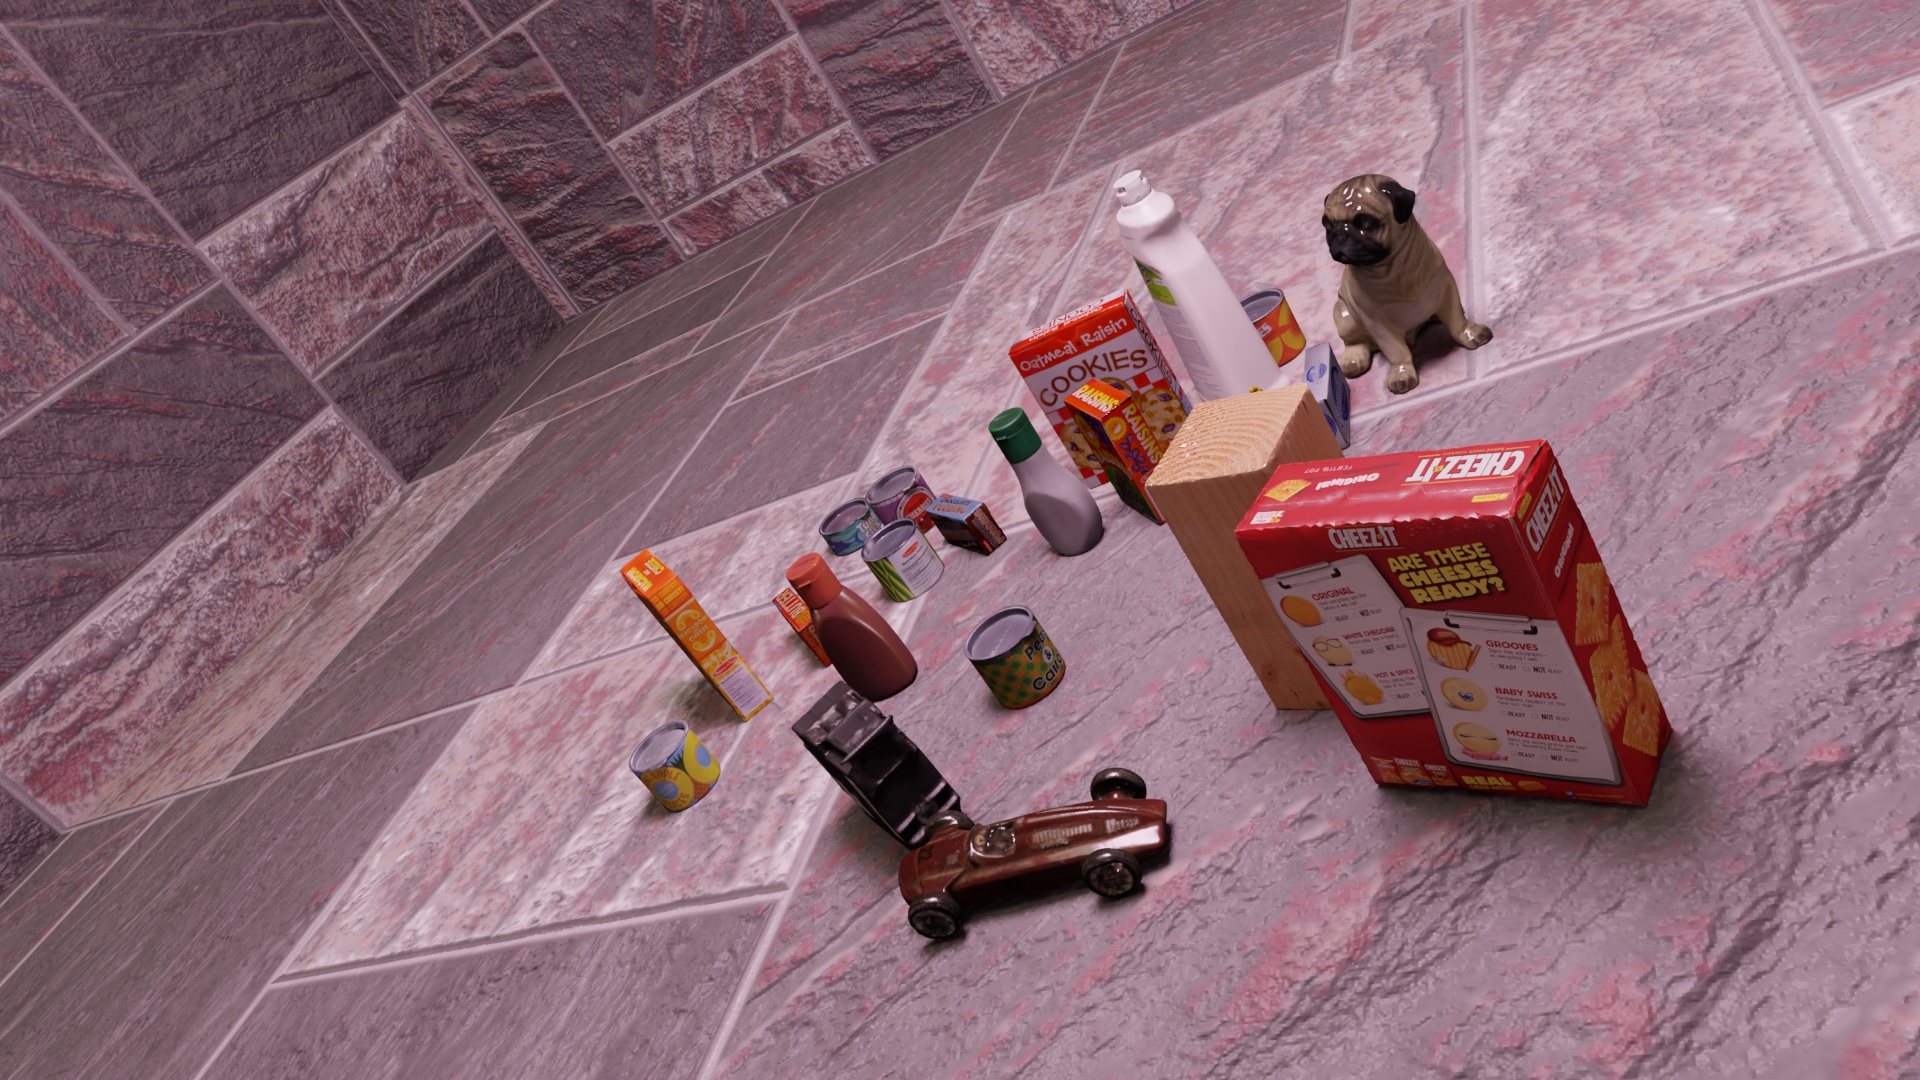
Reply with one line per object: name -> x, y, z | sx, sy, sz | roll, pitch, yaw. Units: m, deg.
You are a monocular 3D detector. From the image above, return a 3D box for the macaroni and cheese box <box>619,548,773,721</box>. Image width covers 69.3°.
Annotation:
macaroni and cheese box -> -0.266, 0.094, 1.392 | 0.040, 0.166, 0.124 | -40, 26, -13

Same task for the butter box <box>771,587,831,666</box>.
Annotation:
butter box -> -0.156, 0.087, 1.408 | 0.024, 0.053, 0.103 | -38, 26, -9

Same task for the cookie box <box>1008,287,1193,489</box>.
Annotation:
cookie box -> 0.141, -0.143, 1.332 | 0.122, 0.167, 0.040 | -22, 27, 23

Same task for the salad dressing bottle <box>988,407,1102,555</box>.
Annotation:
salad dressing bottle -> 0.077, -0.054, 1.273 | 0.064, 0.147, 0.044 | -9, 34, 42

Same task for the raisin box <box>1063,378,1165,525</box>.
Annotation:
raisin box -> 0.152, -0.082, 1.262 | 0.040, 0.123, 0.086 | -36, 25, -5

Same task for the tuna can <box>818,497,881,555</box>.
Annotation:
tuna can -> -0.123, -0.016, 1.575 | 0.071, 0.032, 0.071 | -27, 26, 14

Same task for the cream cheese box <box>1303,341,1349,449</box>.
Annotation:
cream cheese box -> 0.322, -0.126, 1.222 | 0.024, 0.053, 0.104 | -20, 29, 28

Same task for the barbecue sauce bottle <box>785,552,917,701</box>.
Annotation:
barbecue sauce bottle -> -0.102, 0.077, 1.250 | 0.065, 0.148, 0.044 | -25, 27, 19

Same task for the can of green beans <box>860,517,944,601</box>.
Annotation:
can of green beans -> -0.058, 0.020, 1.406 | 0.071, 0.057, 0.071 | -27, 26, 14

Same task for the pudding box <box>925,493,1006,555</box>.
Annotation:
pudding box -> 0.005, -0.018, 1.407 | 0.030, 0.049, 0.084 | -42, 26, -18

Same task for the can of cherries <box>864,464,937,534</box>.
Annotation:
can of cherries -> -0.060, -0.039, 1.512 | 0.071, 0.058, 0.072 | -27, 26, 14

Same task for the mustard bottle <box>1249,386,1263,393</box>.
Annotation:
mustard bottle -> 0.258, -0.056, 1.048 | 0.065, 0.159, 0.049 | -14, 32, 37

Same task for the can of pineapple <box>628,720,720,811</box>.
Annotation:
can of pineapple -> -0.270, 0.214, 1.311 | 0.071, 0.057, 0.071 | -27, 26, 14

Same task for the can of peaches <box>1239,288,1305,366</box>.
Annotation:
can of peaches -> 0.302, -0.207, 1.384 | 0.071, 0.058, 0.071 | -27, 26, 14

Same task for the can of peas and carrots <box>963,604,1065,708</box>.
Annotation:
can of peas and carrots -> 0.047, 0.096, 1.147 | 0.071, 0.058, 0.071 | -27, 26, 14
